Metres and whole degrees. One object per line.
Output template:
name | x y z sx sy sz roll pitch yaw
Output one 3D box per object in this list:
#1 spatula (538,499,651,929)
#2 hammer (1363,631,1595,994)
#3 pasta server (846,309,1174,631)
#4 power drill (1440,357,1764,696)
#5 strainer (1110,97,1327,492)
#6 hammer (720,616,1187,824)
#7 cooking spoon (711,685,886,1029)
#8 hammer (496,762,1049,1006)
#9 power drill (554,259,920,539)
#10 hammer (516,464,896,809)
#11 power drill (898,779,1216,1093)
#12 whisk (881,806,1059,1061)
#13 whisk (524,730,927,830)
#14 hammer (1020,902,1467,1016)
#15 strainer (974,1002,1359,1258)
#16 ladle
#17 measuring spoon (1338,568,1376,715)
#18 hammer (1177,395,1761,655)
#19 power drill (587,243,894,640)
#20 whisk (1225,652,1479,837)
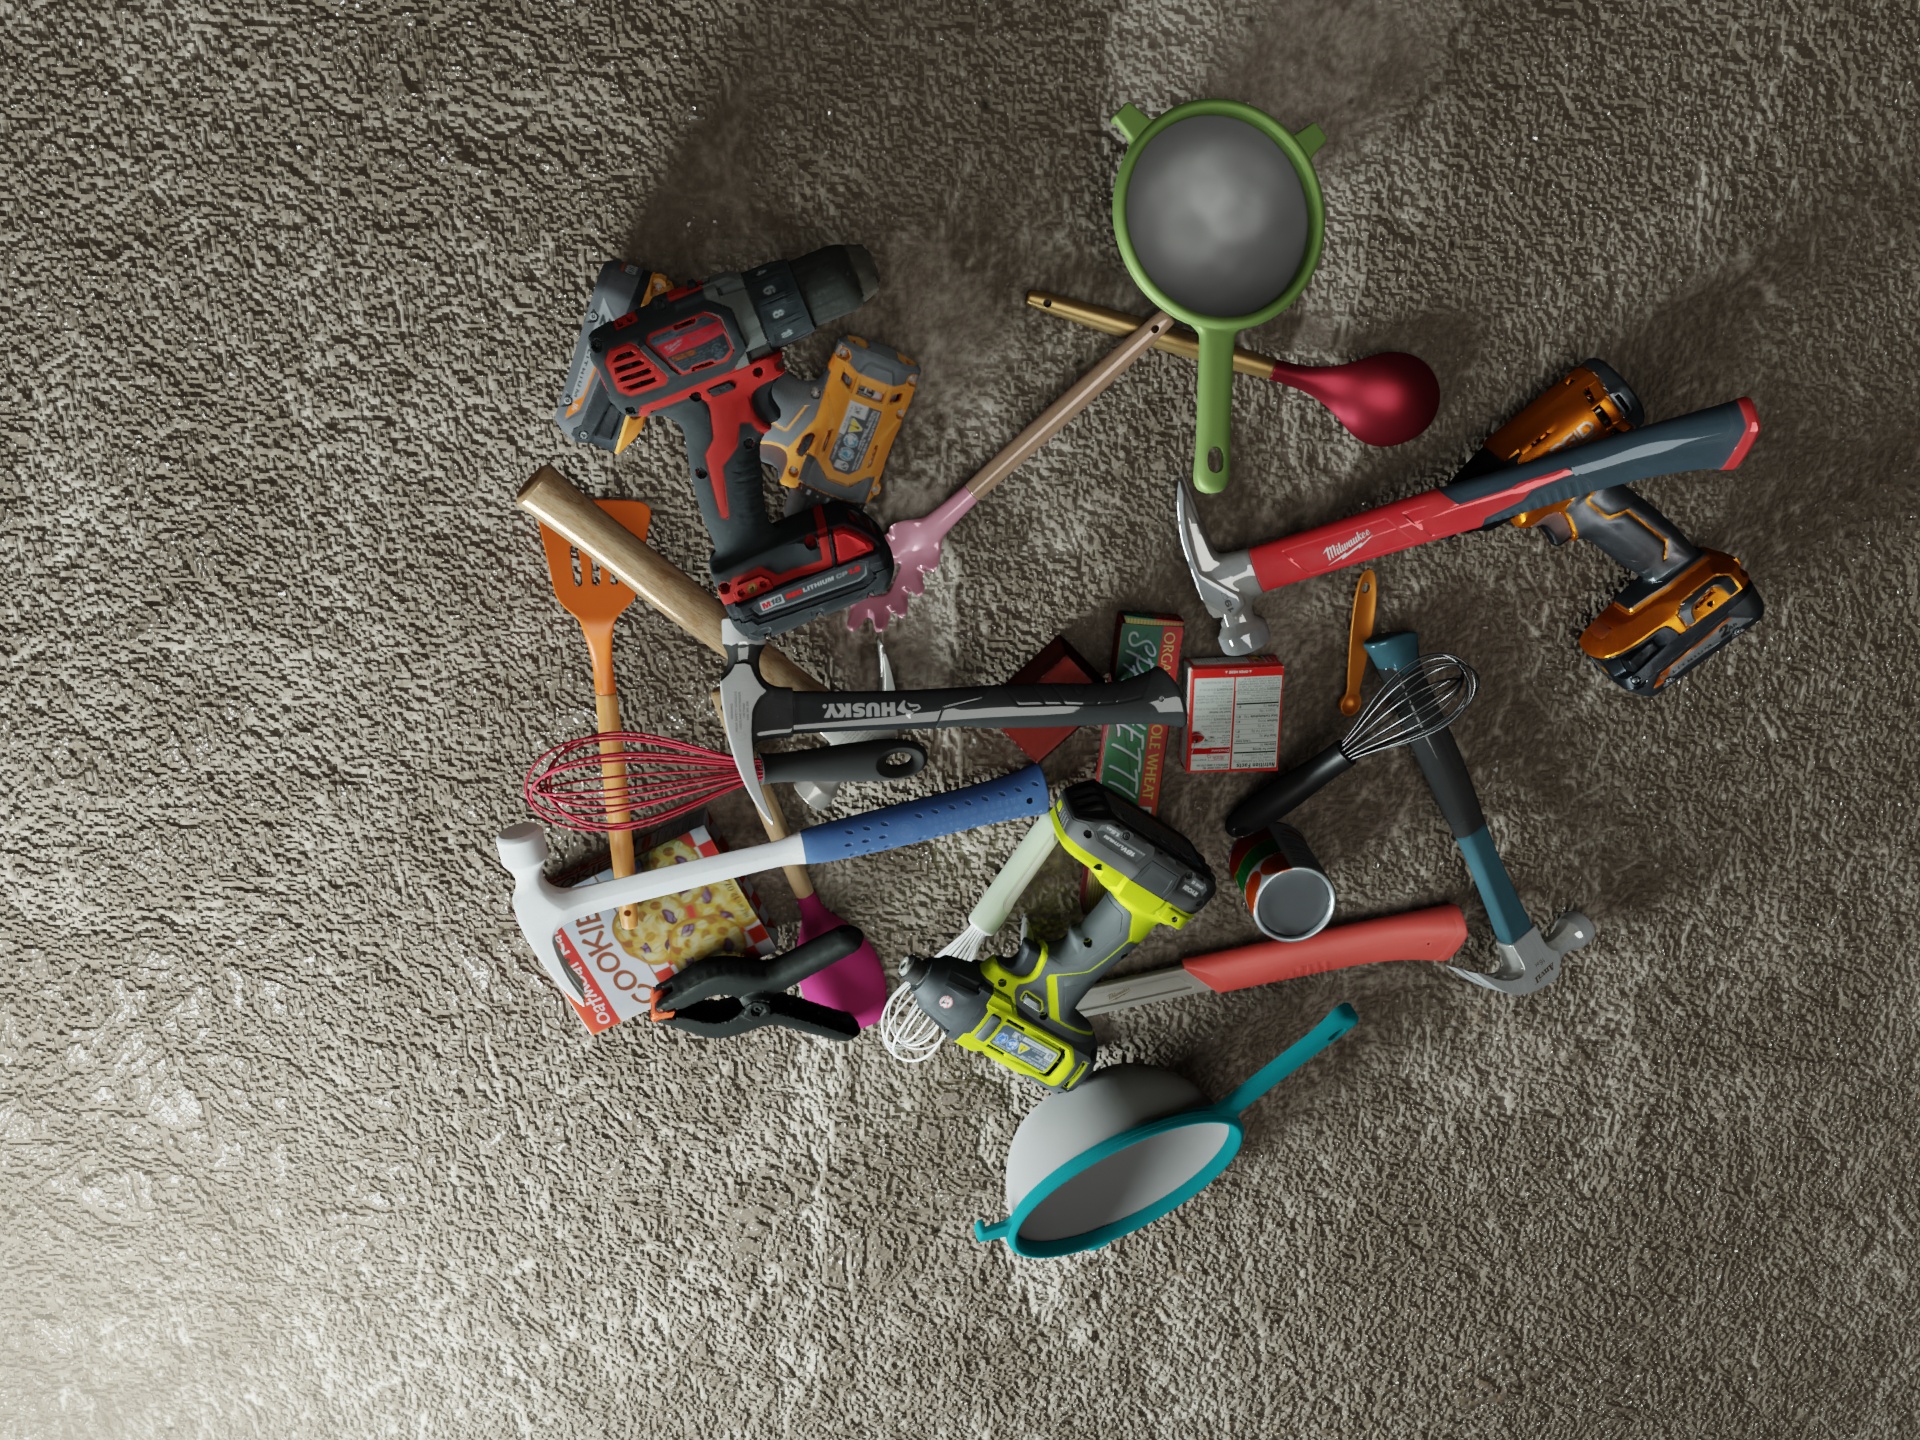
spatula | -0.258 0.000 1.176 0.081 0.041 0.322 -3 106 -5
hammer | 0.396 0.073 1.250 0.128 0.033 0.331 -34 107 -21
pasta server | 0.028 -0.179 1.135 0.316 0.040 0.060 -40 105 14
power drill | 0.463 -0.129 1.173 0.164 0.084 0.226 -39 104 11
strainer | 0.164 -0.282 1.078 0.151 0.069 0.256 0 94 -15
hammer | -0.002 -0.004 1.136 0.334 0.035 0.146 -2 88 -8
cooking spoon | -0.132 0.115 1.253 0.069 0.017 0.318 -19 111 2
hammer | -0.129 0.103 1.200 0.405 0.035 0.144 -13 111 -11
power drill | -0.161 -0.200 1.104 0.226 0.084 0.185 18 110 -15
hammer | -0.174 -0.070 1.146 0.130 0.031 0.331 -45 118 10
power drill | 0.074 0.165 1.217 0.171 0.080 0.223 32 104 -18
whisk | 0.013 0.171 1.270 0.059 0.057 0.246 40 102 27
whisk | -0.164 0.037 1.154 0.295 0.073 0.073 -4 112 -20
hammer | 0.231 0.193 1.298 0.359 0.037 0.149 -12 111 1
strainer | 0.163 0.304 1.280 0.340 0.095 0.210 -42 143 16
ladle | 0.198 -0.259 1.133 0.315 0.031 0.069 14 109 -7
measuring spoon | 0.304 -0.060 1.223 0.021 0.011 0.117 -6 110 -26
hammer | 0.346 -0.164 1.115 0.386 0.038 0.143 -17 110 21
power drill | -0.114 -0.186 1.038 0.188 0.080 0.226 -22 116 0
whisk | 0.289 0.024 1.204 0.055 0.055 0.239 39 124 -16
